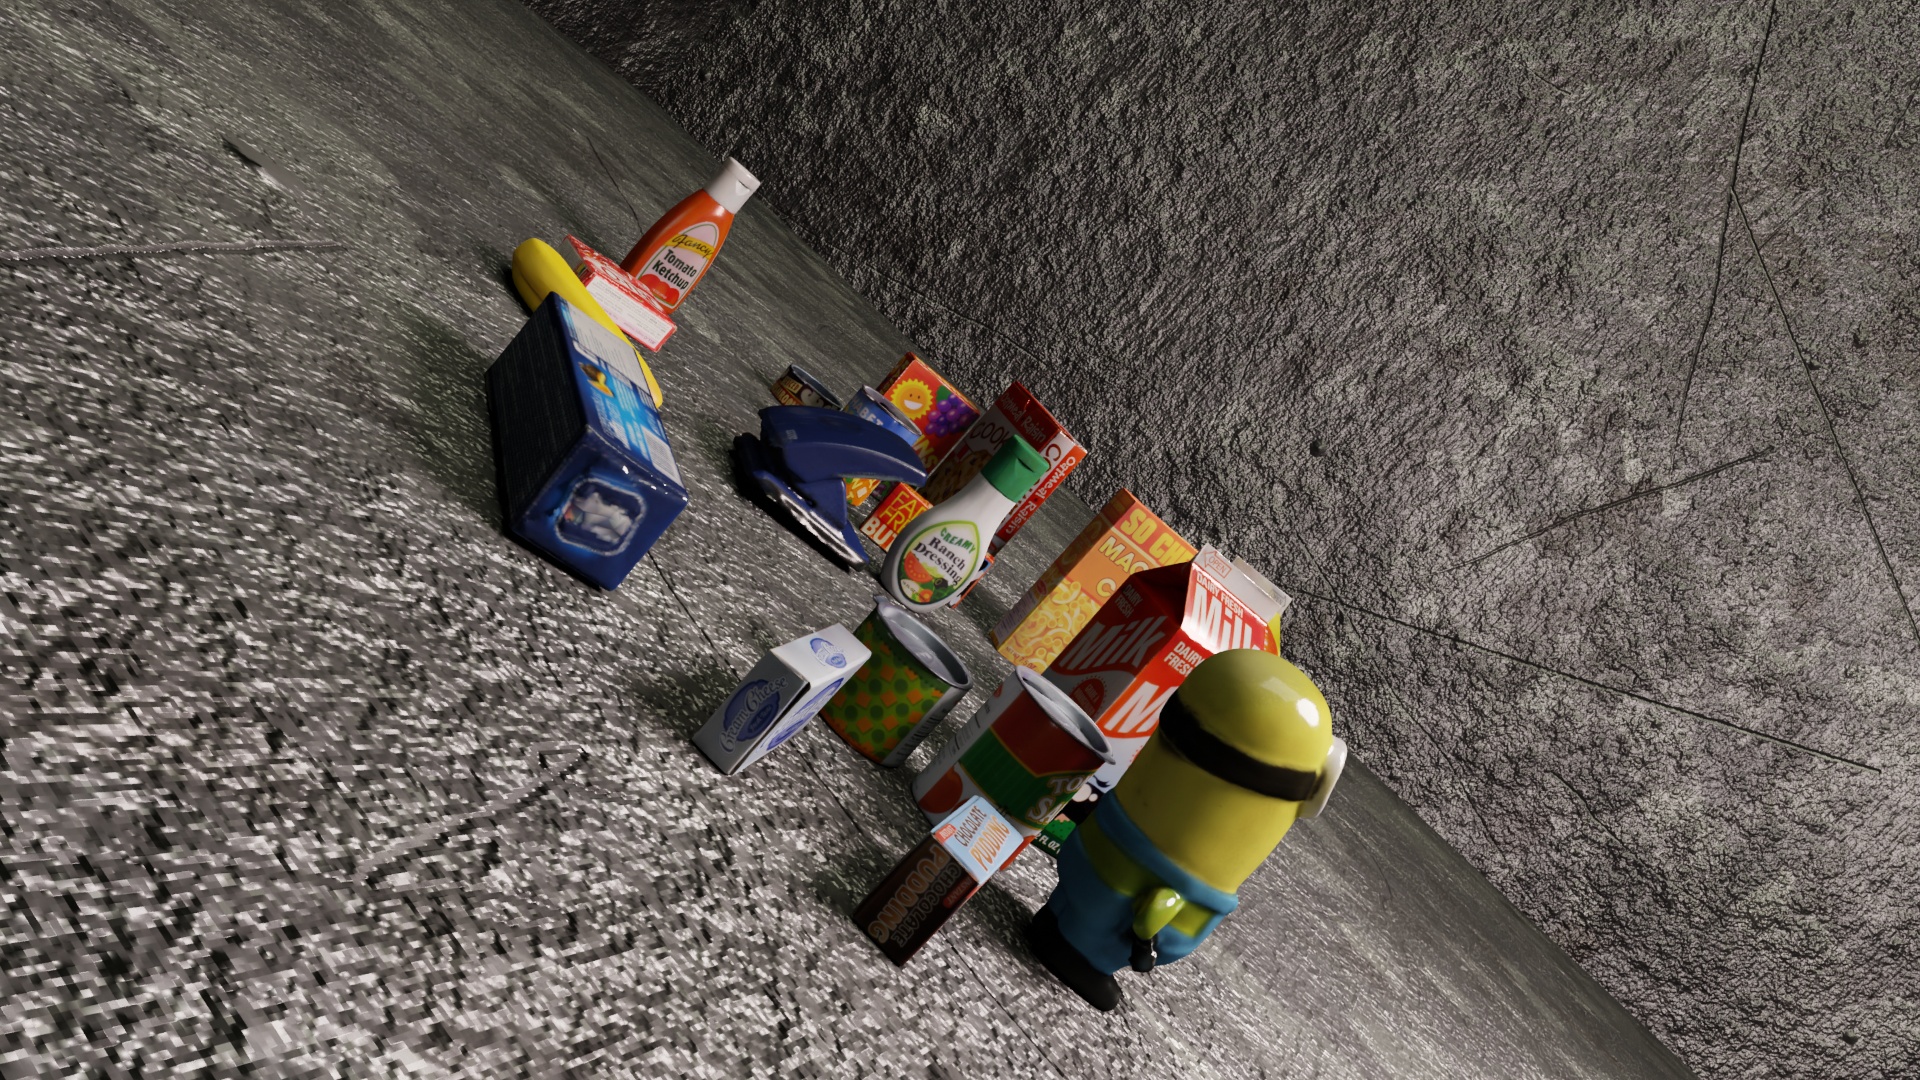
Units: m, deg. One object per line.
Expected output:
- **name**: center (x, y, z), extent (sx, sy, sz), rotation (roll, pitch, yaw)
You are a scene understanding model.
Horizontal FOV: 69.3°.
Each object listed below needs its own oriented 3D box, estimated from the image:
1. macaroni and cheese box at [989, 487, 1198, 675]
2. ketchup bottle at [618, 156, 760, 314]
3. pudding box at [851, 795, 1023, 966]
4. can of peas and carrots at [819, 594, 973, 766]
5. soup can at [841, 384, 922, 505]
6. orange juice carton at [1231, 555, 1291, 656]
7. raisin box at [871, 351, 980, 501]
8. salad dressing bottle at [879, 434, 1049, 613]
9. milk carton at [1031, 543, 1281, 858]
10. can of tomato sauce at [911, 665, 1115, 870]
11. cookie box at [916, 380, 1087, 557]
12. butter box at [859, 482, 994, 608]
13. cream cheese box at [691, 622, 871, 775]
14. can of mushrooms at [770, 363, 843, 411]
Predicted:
- **macaroni and cheese box**: center (0.125, 0.057, 1.150), extent (0.123, 0.166, 0.040), rotation (38, 9, -21)
- **ketchup bottle**: center (-0.242, -0.278, 1.254), extent (0.064, 0.148, 0.044), rotation (33, 12, -46)
- **pudding box**: center (-0.007, 0.137, 0.572), extent (0.030, 0.049, 0.084), rotation (43, 9, 10)
- **can of peas and carrots**: center (-0.038, 0.073, 0.722), extent (0.071, 0.058, 0.071), rotation (41, 9, -7)
- **soup can**: center (-0.086, -0.082, 1.187), extent (0.071, 0.083, 0.071), rotation (41, 8, -7)
- **orange juice carton**: center (0.146, 0.096, 0.965), extent (0.071, 0.192, 0.073), rotation (36, 10, -35)
- **raisin box**: center (-0.054, -0.100, 1.285), extent (0.086, 0.123, 0.040), rotation (39, 9, -20)
- **salad dressing bottle**: center (0.004, -0.013, 1.028), extent (0.064, 0.147, 0.044), rotation (39, 9, -15)
- **milk carton**: center (0.099, 0.090, 0.799), extent (0.072, 0.190, 0.074), rotation (37, 9, -28)
- **can of tomato sauce**: center (0.027, 0.118, 0.709), extent (0.071, 0.083, 0.071), rotation (41, 8, -7)
- **cookie box**: center (0.024, -0.050, 1.234), extent (0.040, 0.167, 0.123), rotation (37, 10, -30)
- **butter box**: center (-0.027, 0.002, 1.130), extent (0.103, 0.053, 0.024), rotation (41, 8, -5)
- **cream cheese box**: center (-0.076, 0.067, 0.608), extent (0.024, 0.053, 0.104), rotation (43, 9, 6)
- **can of mushrooms**: center (-0.151, -0.140, 1.351), extent (0.071, 0.033, 0.071), rotation (40, 9, -7)
